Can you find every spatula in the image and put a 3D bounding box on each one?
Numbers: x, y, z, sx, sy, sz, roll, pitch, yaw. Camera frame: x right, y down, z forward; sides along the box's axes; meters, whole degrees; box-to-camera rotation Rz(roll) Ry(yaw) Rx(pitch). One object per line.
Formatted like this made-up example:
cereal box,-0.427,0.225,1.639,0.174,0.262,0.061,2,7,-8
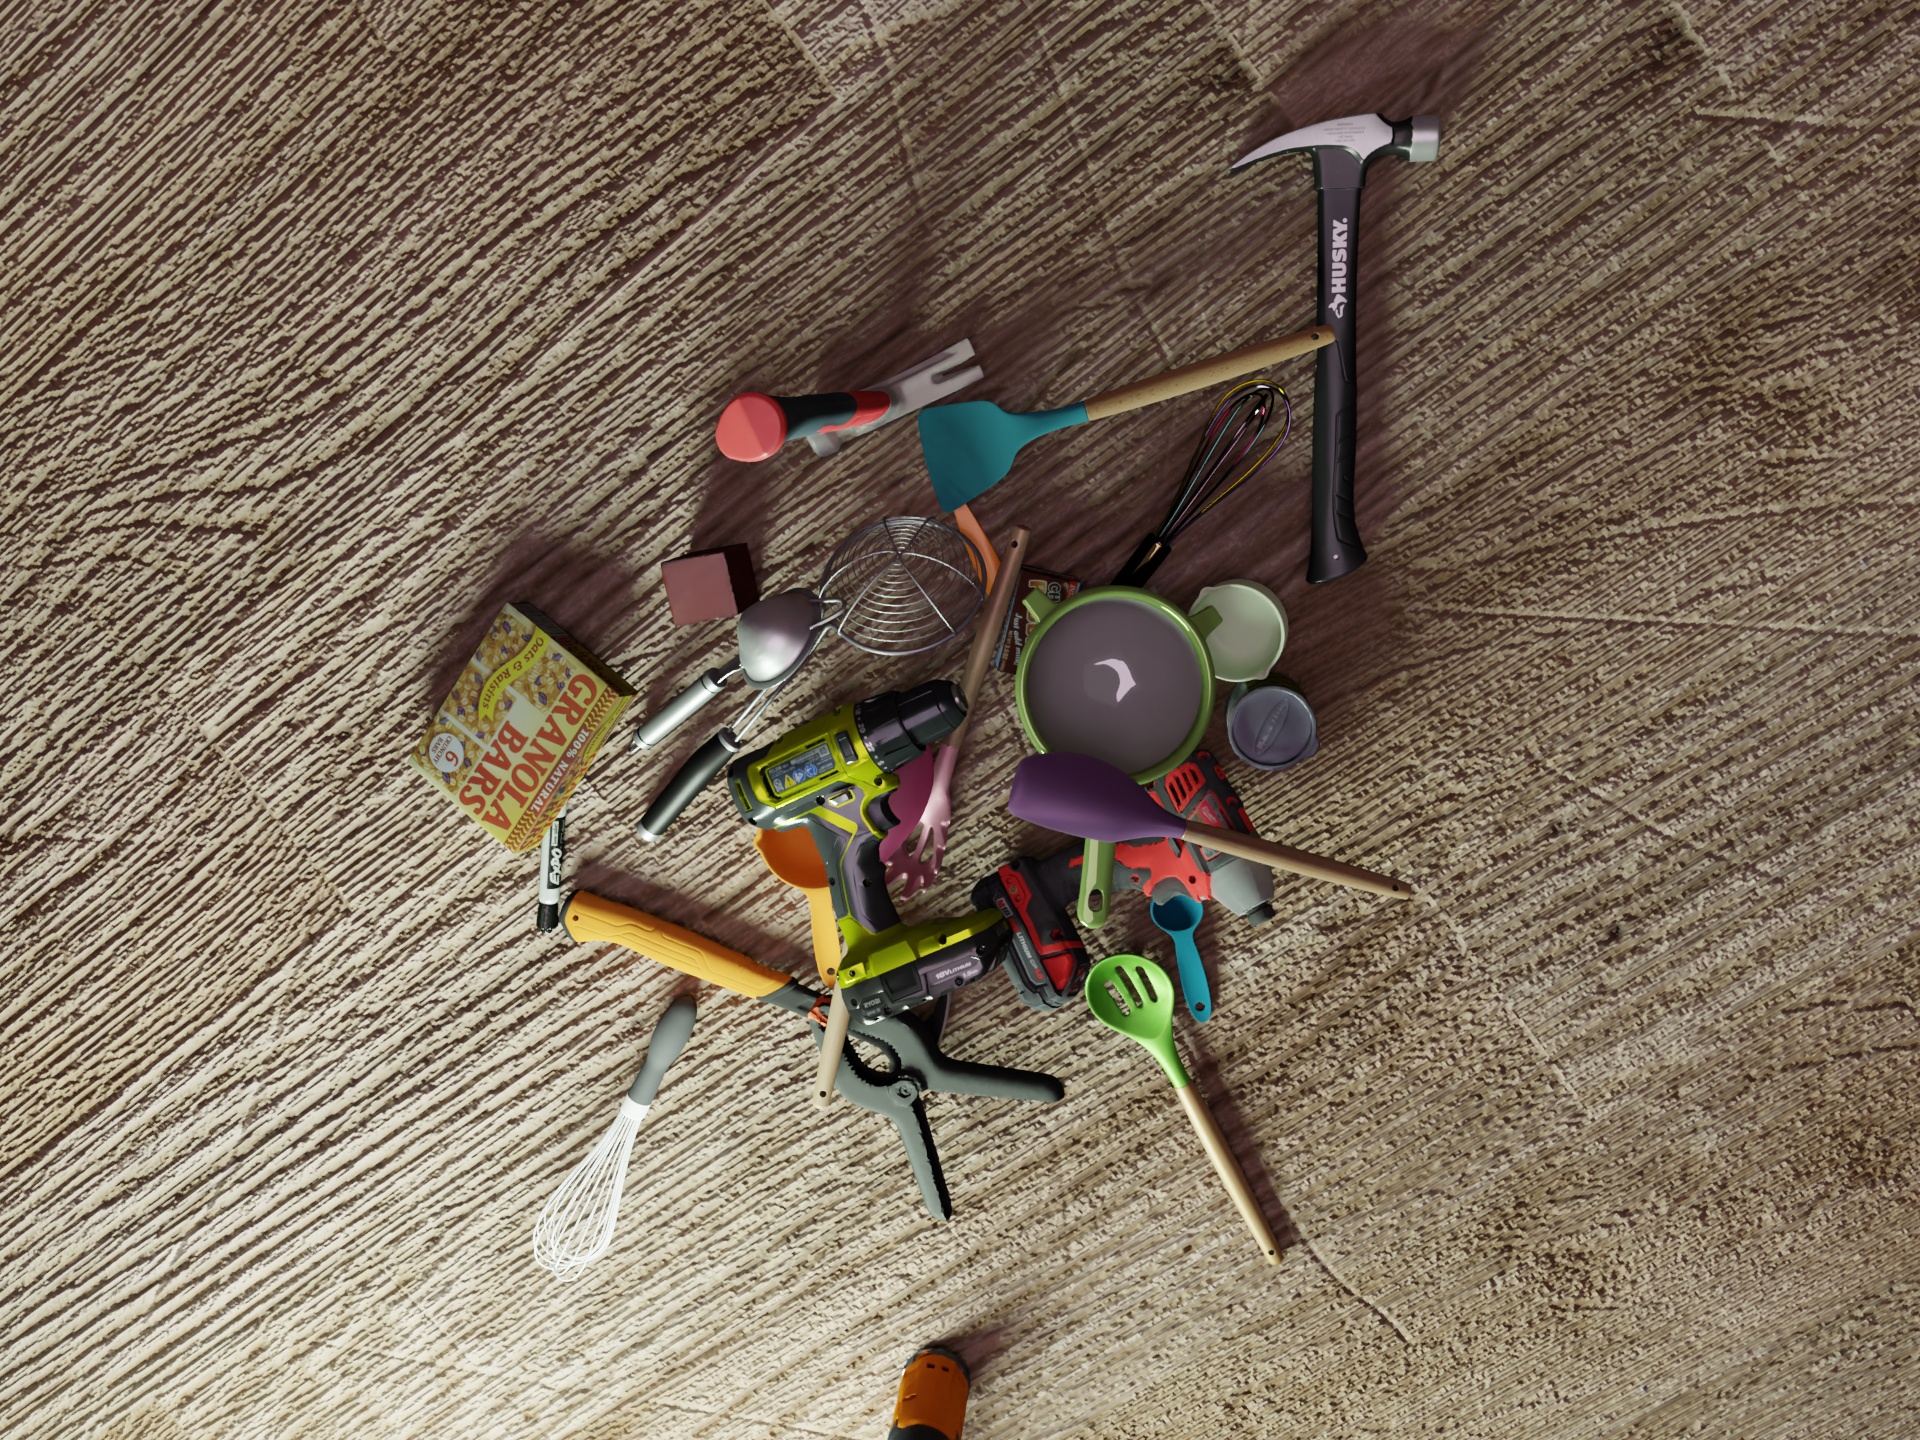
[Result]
spatula,0.189,0.085,1.179,0.316,0.018,0.060,16,84,-8
spatula,0.119,-0.238,1.178,0.317,0.044,0.082,-15,89,12

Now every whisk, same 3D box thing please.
whisk,0.161,-0.155,1.199,0.047,0.051,0.245,19,118,-37
whisk,-0.294,0.359,1.374,0.070,0.070,0.284,27,99,0

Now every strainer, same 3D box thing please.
strainer,-0.189,-0.035,1.239,0.050,0.087,0.258,26,134,-34
strainer,0.108,0.026,1.208,0.151,0.069,0.256,5,94,-7

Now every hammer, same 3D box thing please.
hammer,-0.174,0.209,1.333,0.337,0.034,0.127,21,105,2
hammer,-0.073,-0.208,1.042,0.143,0.386,0.038,-23,99,11
hammer,0.271,-0.267,1.170,0.146,0.035,0.334,0,103,6

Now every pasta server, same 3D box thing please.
pasta server,-0.002,-0.004,1.246,0.060,0.040,0.316,25,111,16

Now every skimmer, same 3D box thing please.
skimmer,-0.128,-0.020,1.268,0.363,0.090,0.127,-46,57,25

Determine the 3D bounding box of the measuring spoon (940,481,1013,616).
measuring spoon,0.015,-0.133,1.243,0.021,0.011,0.117,-24,99,12

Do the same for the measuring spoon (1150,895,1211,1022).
measuring spoon,0.185,0.188,1.297,0.042,0.021,0.128,-11,110,11

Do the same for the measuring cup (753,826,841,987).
measuring cup,-0.112,0.129,1.297,0.095,0.052,0.173,-5,104,4

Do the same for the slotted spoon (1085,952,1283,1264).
slotted spoon,0.194,0.322,1.318,0.070,0.031,0.313,-27,100,12

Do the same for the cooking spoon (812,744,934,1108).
cooking spoon,-0.079,0.157,1.259,0.068,0.017,0.319,12,98,-4

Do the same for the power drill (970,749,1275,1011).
power drill,0.132,0.133,1.240,0.219,0.078,0.143,-31,75,10

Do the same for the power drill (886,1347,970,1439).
power drill,-0.044,0.680,1.359,0.084,0.164,0.226,11,106,4

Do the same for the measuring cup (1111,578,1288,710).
measuring cup,0.180,-0.049,1.236,0.167,0.038,0.083,-34,93,30

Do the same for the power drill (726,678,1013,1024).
power drill,-0.051,0.094,1.199,0.190,0.080,0.228,-24,87,14
